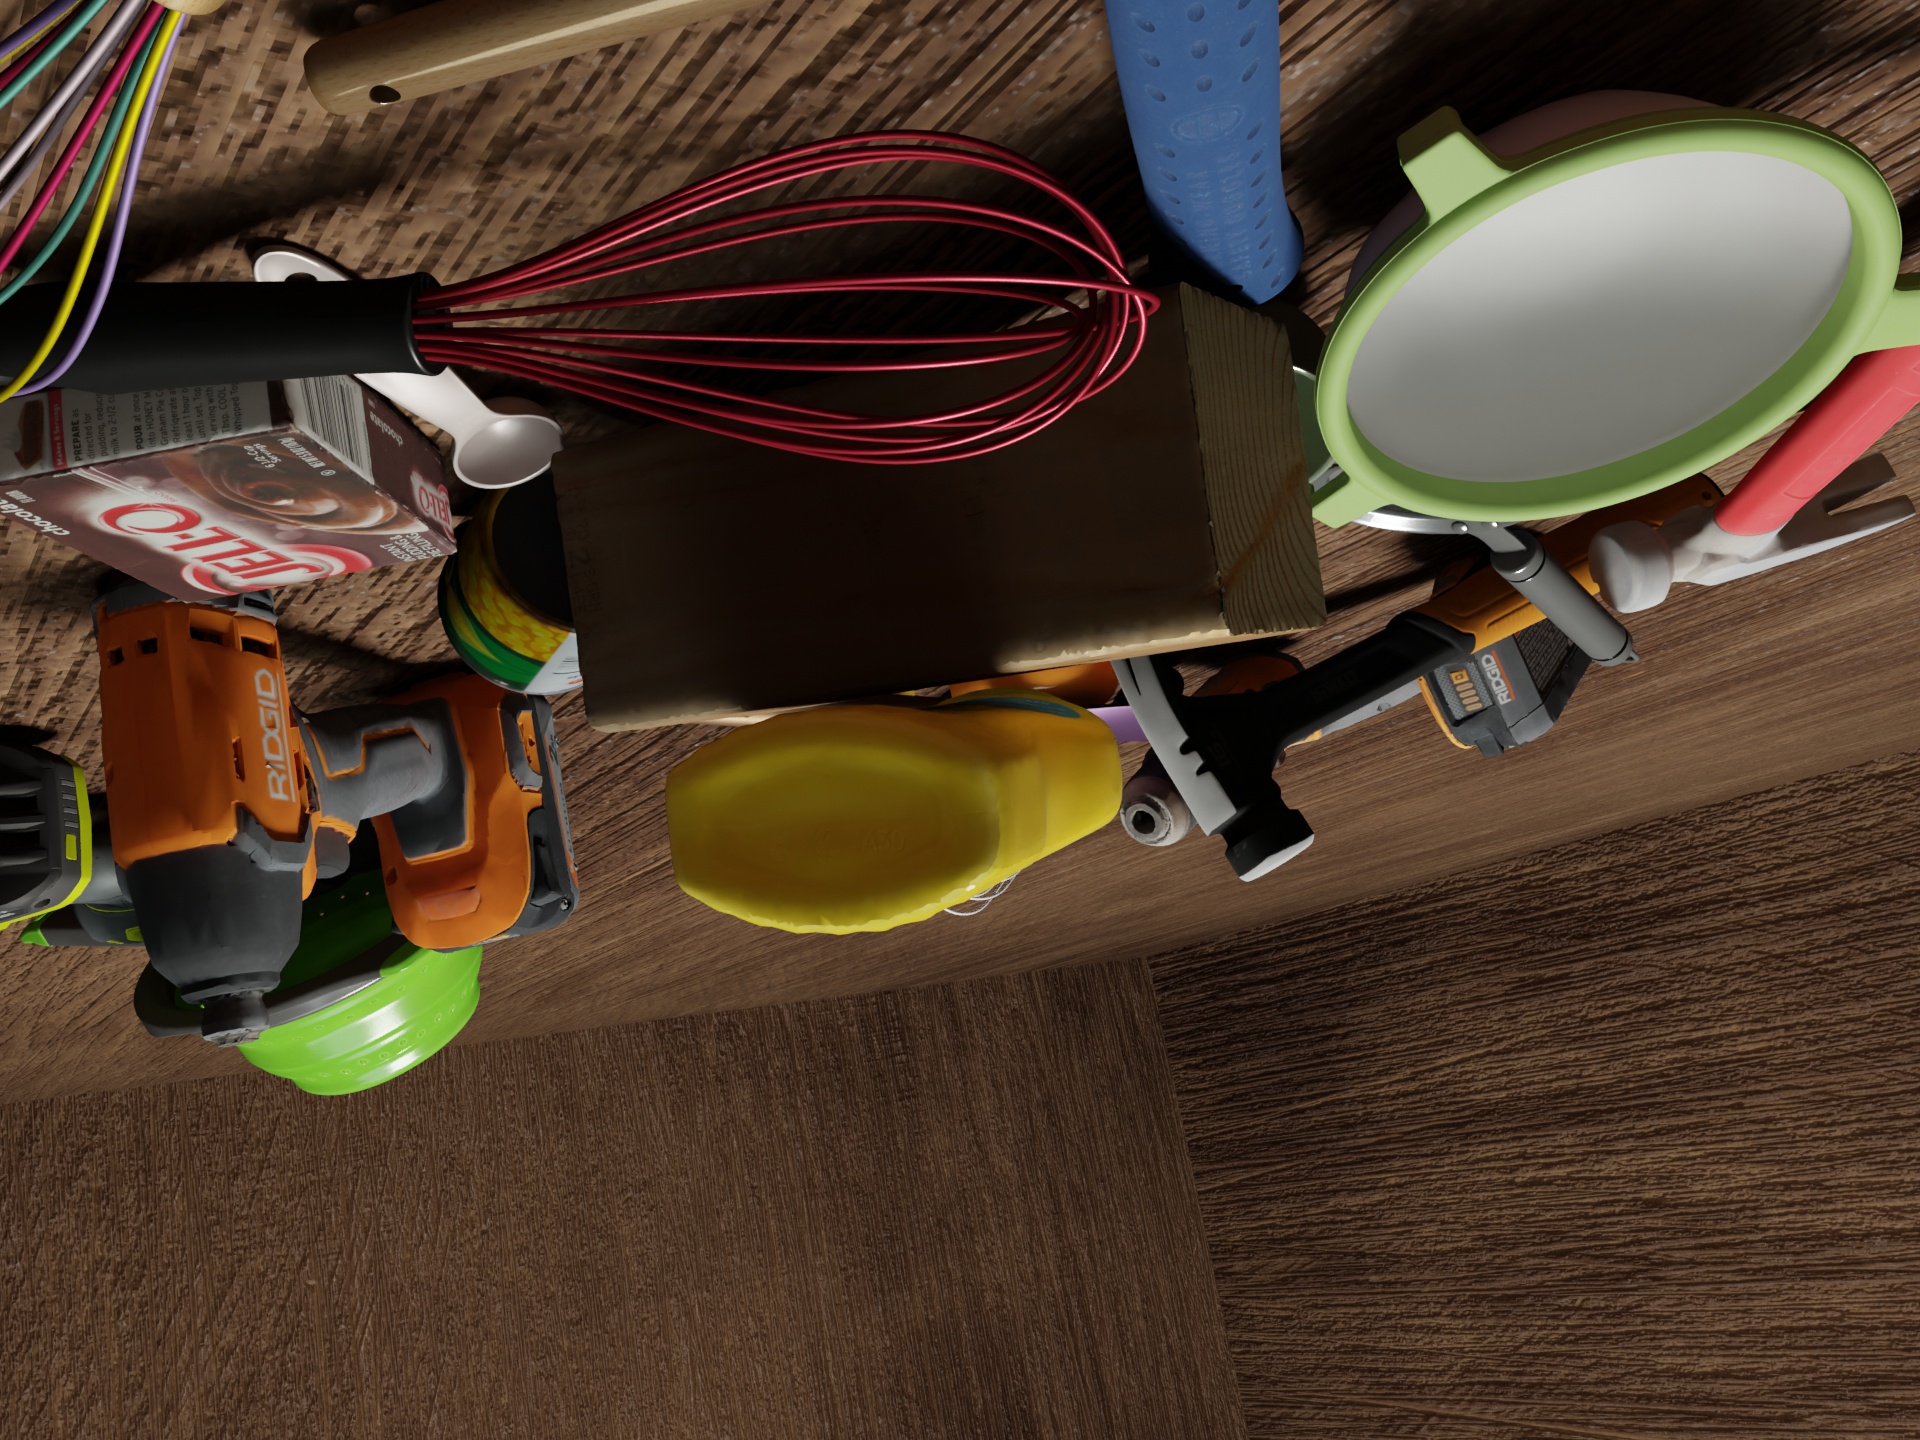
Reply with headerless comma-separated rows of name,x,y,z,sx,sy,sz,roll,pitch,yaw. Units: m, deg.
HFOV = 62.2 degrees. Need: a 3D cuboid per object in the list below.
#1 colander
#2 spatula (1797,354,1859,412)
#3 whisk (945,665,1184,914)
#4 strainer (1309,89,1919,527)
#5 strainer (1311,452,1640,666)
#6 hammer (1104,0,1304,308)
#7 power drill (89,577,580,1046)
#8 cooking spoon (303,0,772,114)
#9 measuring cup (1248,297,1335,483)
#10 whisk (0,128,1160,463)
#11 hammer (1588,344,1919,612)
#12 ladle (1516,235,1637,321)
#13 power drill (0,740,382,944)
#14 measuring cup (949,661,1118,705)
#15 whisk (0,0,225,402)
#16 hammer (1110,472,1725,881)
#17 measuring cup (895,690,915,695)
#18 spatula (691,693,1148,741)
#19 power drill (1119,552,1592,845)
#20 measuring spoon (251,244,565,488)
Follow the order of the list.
colander,-0.407,0.145,0.926,0.397,0.094,0.204,-5,-153,30
spatula,0.305,-0.136,0.629,0.317,0.044,0.082,-13,165,-10
whisk,0.052,0.023,0.849,0.070,0.070,0.284,-22,-173,38
strainer,0.222,-0.131,0.445,0.256,0.069,0.151,-6,150,-1
strainer,0.212,-0.069,0.618,0.087,0.050,0.258,-2,160,43
hammer,0.027,-0.142,0.246,0.144,0.035,0.405,-14,173,10
power drill,-0.242,0.043,0.636,0.084,0.164,0.226,-14,168,13
cooking spoon,0.025,-0.163,0.301,0.319,0.017,0.068,-13,167,6
measuring cup,0.086,-0.084,0.554,0.083,0.038,0.167,1,153,2
whisk,-0.103,-0.092,0.363,0.296,0.073,0.073,0,168,9
hammer,0.344,-0.143,0.520,0.143,0.038,0.386,-17,161,-6
ladle,0.102,-0.111,0.563,0.315,0.031,0.069,-14,163,21
power drill,-0.407,0.065,0.782,0.190,0.080,0.228,-13,169,15
measuring cup,0.070,-0.037,0.777,0.173,0.052,0.095,-17,165,32
whisk,-0.155,-0.124,0.282,0.245,0.047,0.051,-26,172,36
hammer,0.219,-0.052,0.702,0.337,0.127,0.034,-24,166,-26
measuring cup,-0.018,0.012,0.840,0.062,0.029,0.156,-24,136,35
spatula,-0.001,-0.002,0.732,0.315,0.018,0.060,2,162,-36
power drill,0.199,-0.005,0.845,0.226,0.084,0.185,-20,-170,39
measuring spoon,-0.152,-0.100,0.441,0.034,0.018,0.124,-30,157,7
